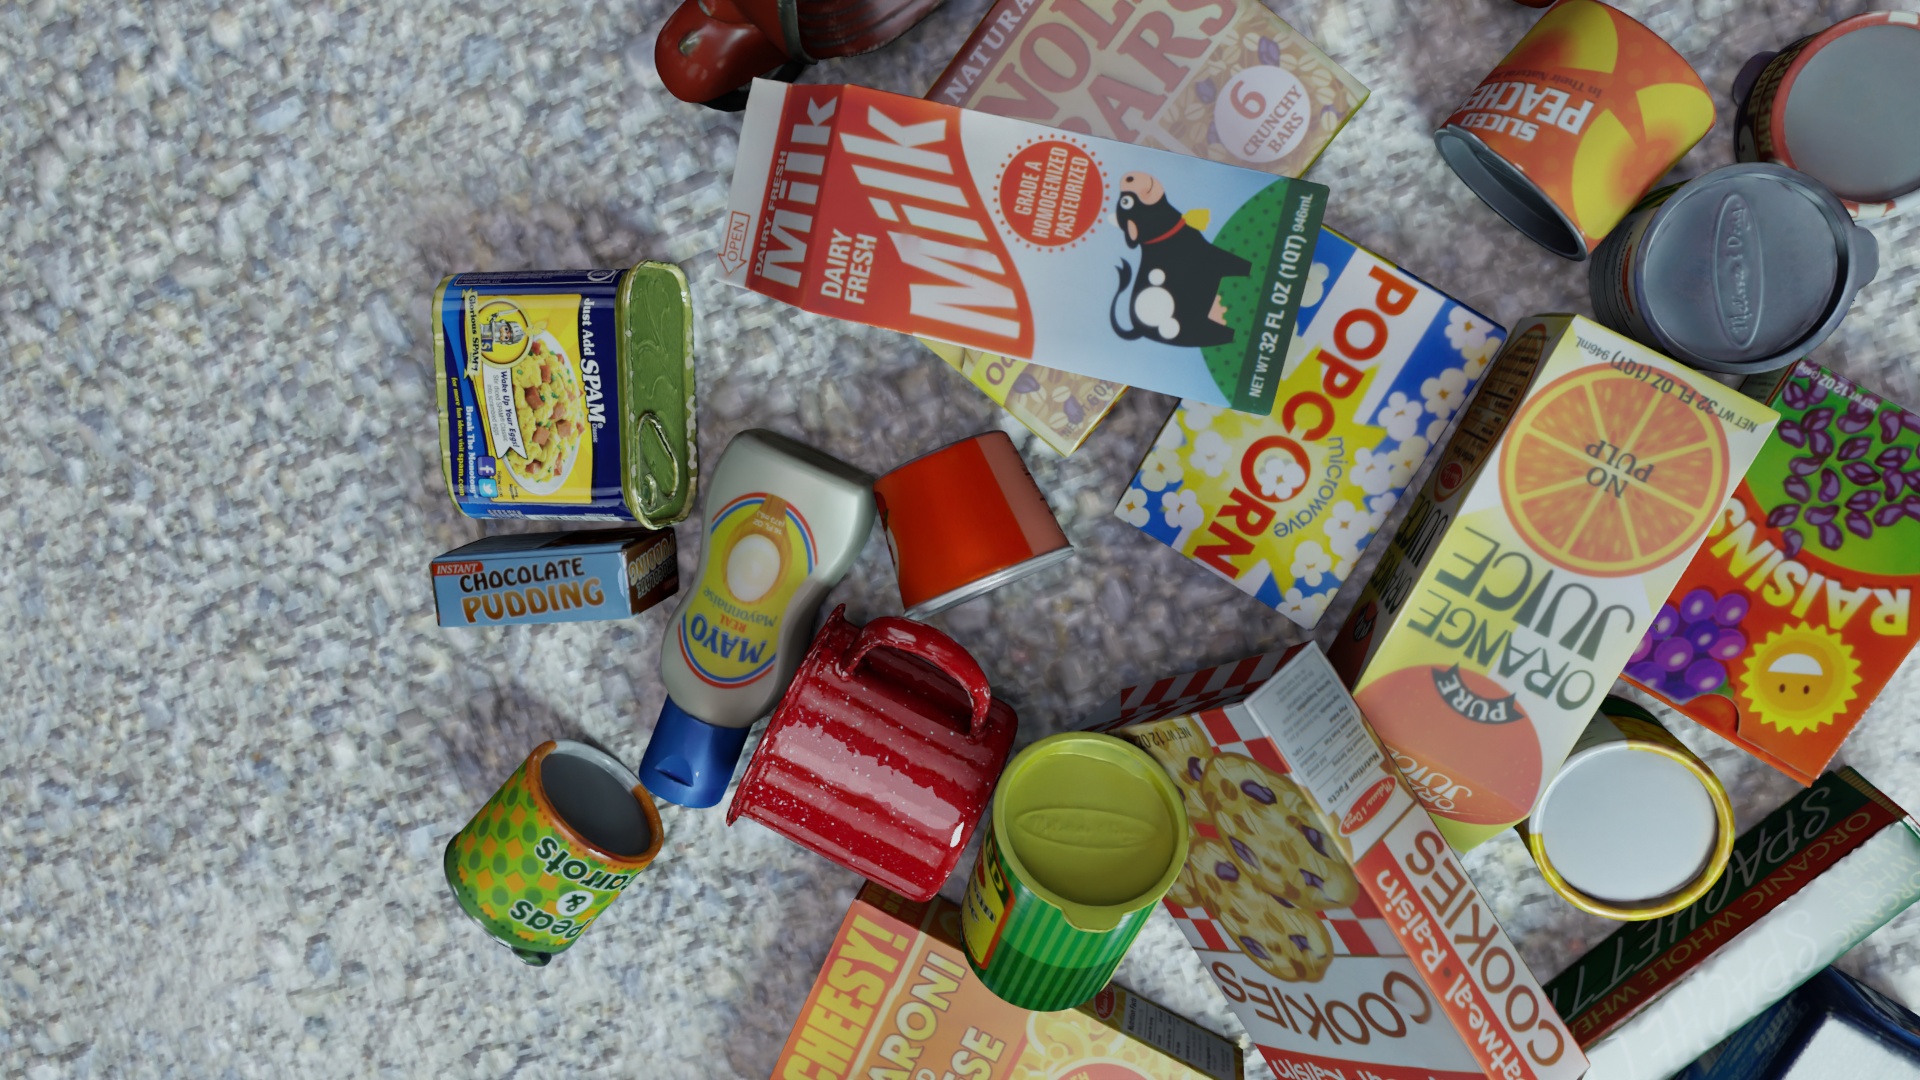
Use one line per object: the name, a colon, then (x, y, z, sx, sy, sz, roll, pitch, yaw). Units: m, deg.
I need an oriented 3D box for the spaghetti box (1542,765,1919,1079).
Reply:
spaghetti box: (0.238, 0.177, 0.508, 0.249, 0.050, 0.028, -43, 91, 13)

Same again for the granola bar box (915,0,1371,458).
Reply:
granola bar box: (0.044, -0.132, 0.504, 0.124, 0.039, 0.165, 40, 102, 3)

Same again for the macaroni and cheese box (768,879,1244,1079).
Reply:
macaroni and cheese box: (0.012, 0.225, 0.560, 0.166, 0.040, 0.123, 26, 101, 5)

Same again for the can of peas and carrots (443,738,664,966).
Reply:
can of peas and carrots: (-0.163, 0.125, 0.561, 0.071, 0.071, 0.058, 44, 103, 2)

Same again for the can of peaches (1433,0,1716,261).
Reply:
can of peaches: (0.201, -0.137, 0.459, 0.071, 0.071, 0.058, 43, 102, 2)

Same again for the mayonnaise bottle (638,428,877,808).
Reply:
mayonnaise bottle: (-0.085, 0.034, 0.549, 0.065, 0.041, 0.147, 24, 101, 6)

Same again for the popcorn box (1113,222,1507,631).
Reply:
popcorn box: (0.123, -0.043, 0.503, 0.085, 0.038, 0.126, 31, 102, 4)

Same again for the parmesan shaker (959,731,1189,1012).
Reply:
parmesan shaker: (0.037, 0.124, 0.499, 0.071, 0.072, 0.102, 21, 143, 7)

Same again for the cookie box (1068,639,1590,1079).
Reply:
cookie box: (0.120, 0.124, 0.487, 0.040, 0.122, 0.167, -34, 92, -28)

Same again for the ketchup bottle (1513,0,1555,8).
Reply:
ketchup bottle: (0.149, -0.241, 0.467, 0.149, 0.043, 0.064, 29, 101, 5)

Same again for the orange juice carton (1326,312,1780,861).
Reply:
orange juice carton: (0.186, 0.022, 0.483, 0.072, 0.073, 0.192, 28, 102, 5)

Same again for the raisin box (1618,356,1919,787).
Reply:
raisin box: (0.287, 0.009, 0.481, 0.086, 0.040, 0.123, 30, 103, 4)

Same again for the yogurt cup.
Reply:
yogurt cup: (0.002, -0.006, 0.518, 0.072, 0.072, 0.054, -23, 86, 13)

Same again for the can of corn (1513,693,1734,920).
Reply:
can of corn: (0.232, 0.094, 0.492, 0.071, 0.058, 0.071, 2, 99, 10)

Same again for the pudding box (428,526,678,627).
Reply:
pudding box: (-0.161, 0.014, 0.556, 0.084, 0.050, 0.030, -4, 99, 11)

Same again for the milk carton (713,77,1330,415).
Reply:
milk carton: (0.015, -0.098, 0.454, 0.191, 0.073, 0.072, 15, 101, 7)

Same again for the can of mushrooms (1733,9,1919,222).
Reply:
can of mushrooms: (0.296, -0.140, 0.461, 0.071, 0.033, 0.071, 2, 99, 10)

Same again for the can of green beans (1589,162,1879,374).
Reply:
can of green beans: (0.252, -0.089, 0.463, 0.071, 0.058, 0.071, 1, 98, 10)
